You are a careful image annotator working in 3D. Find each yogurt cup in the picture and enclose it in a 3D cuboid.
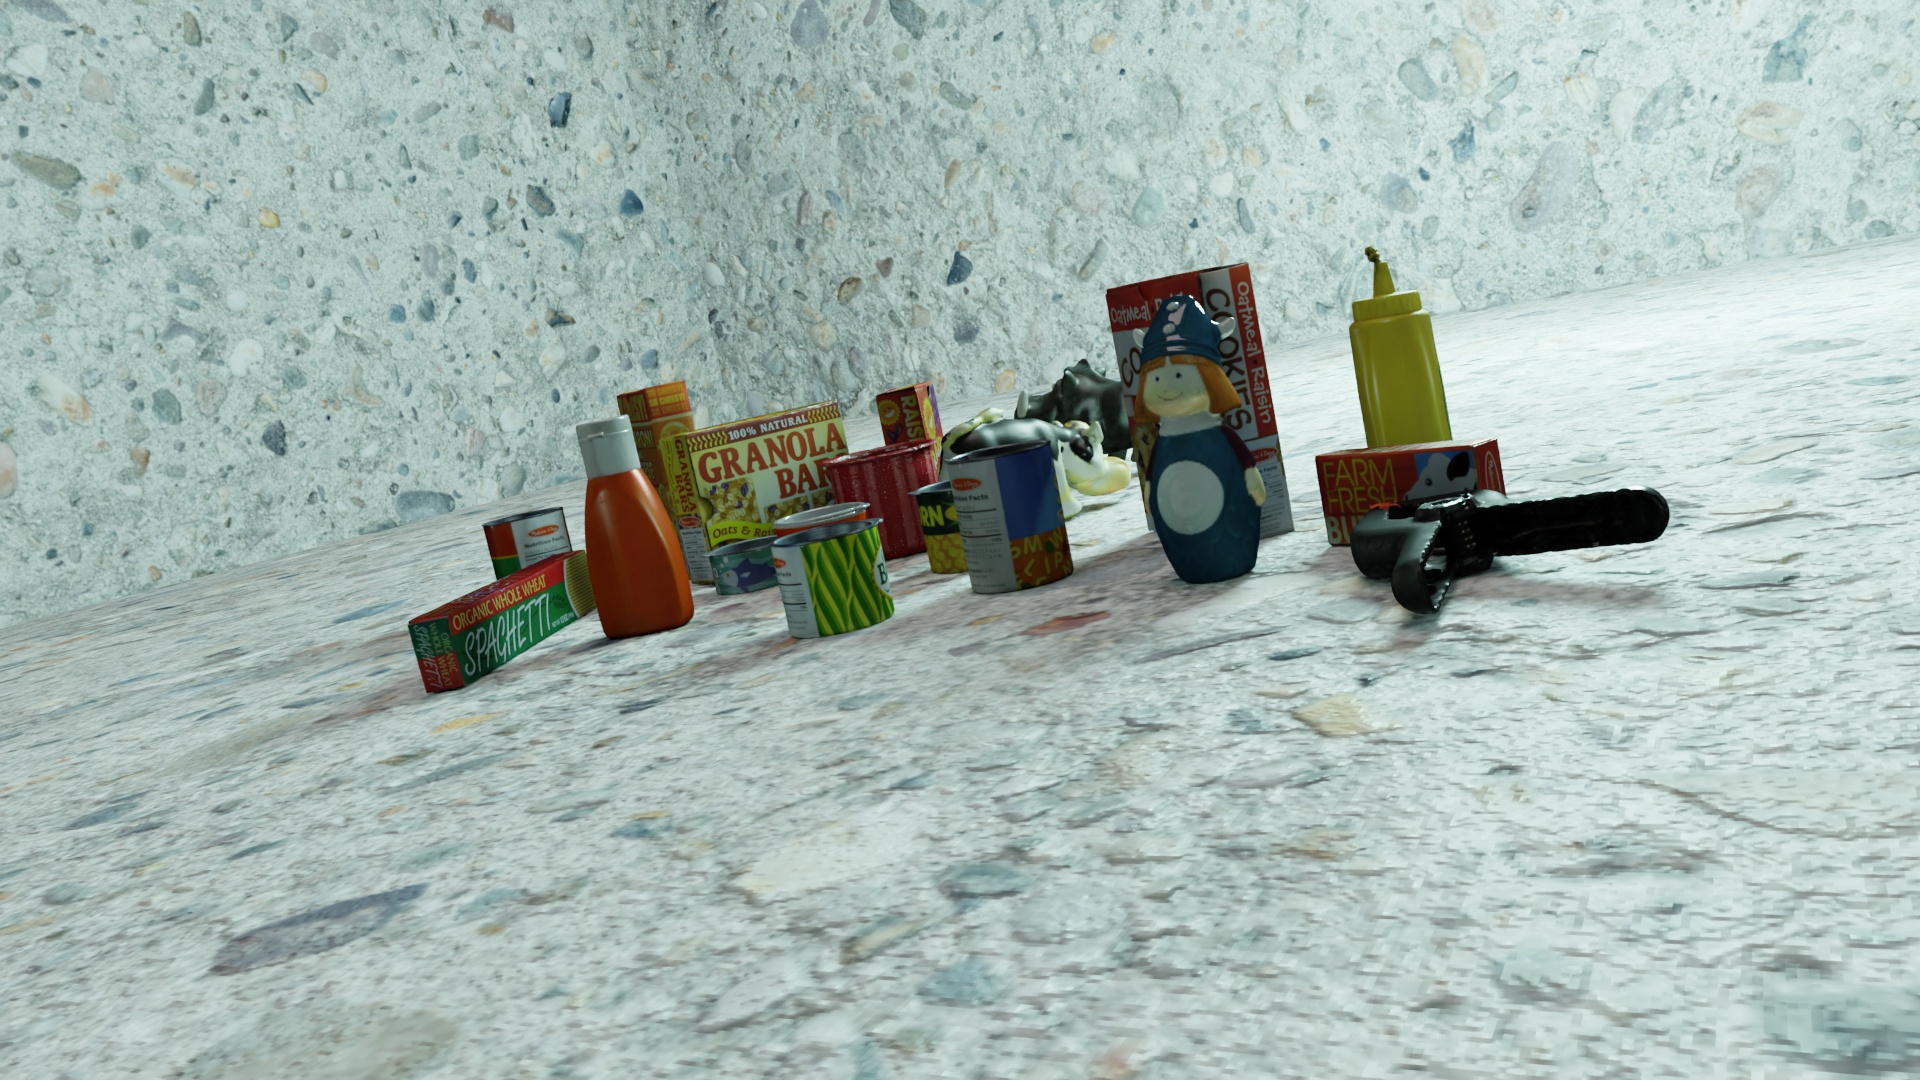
[{"bbox_3d":[-0.096,0.006,0.995,0.072,0.054,0.072,-11,8,2],"label":"yogurt cup"}]

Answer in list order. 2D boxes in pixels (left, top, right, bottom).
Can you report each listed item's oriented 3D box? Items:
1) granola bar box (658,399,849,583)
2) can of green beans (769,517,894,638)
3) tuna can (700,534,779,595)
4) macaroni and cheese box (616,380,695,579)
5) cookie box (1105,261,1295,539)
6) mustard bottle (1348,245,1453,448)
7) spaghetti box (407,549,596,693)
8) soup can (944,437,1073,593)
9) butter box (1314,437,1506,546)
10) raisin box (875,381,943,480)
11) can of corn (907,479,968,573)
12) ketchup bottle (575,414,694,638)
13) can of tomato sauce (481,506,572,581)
[{"bbox_3d":[-0.162,-0.043,1.171,0.039,0.124,0.166,-4,11,45],"label":"granola bar box"},{"bbox_3d":[-0.077,0.023,0.838,0.071,0.057,0.071,-11,8,2],"label":"can of green beans"},{"bbox_3d":[-0.161,0.019,1.067,0.071,0.032,0.071,-11,8,2],"label":"tuna can"},{"bbox_3d":[-0.257,-0.053,1.223,0.040,0.166,0.123,-15,8,-23],"label":"macaroni and cheese box"},{"bbox_3d":[0.149,-0.087,0.887,0.040,0.167,0.123,-14,8,-20],"label":"cookie box"},{"bbox_3d":[0.263,-0.098,0.833,0.049,0.160,0.065,-10,8,10],"label":"mustard bottle"},{"bbox_3d":[-0.321,0.053,0.998,0.029,0.050,0.250,-11,8,7],"label":"spaghetti box"},{"bbox_3d":[0.033,-0.016,0.860,0.071,0.083,0.071,-11,8,2],"label":"soup can"},{"bbox_3d":[0.239,-0.025,0.743,0.024,0.053,0.103,-17,10,-35],"label":"butter box"},{"bbox_3d":[-0.036,-0.072,1.196,0.040,0.123,0.086,-10,8,10],"label":"raisin box"},{"bbox_3d":[0.003,-0.012,0.962,0.071,0.058,0.071,-11,8,2],"label":"can of corn"},{"bbox_3d":[-0.229,-0.010,0.952,0.065,0.148,0.043,-11,8,7],"label":"ketchup bottle"},{"bbox_3d":[-0.356,0.019,1.158,0.071,0.083,0.071,-11,8,2],"label":"can of tomato sauce"}]
